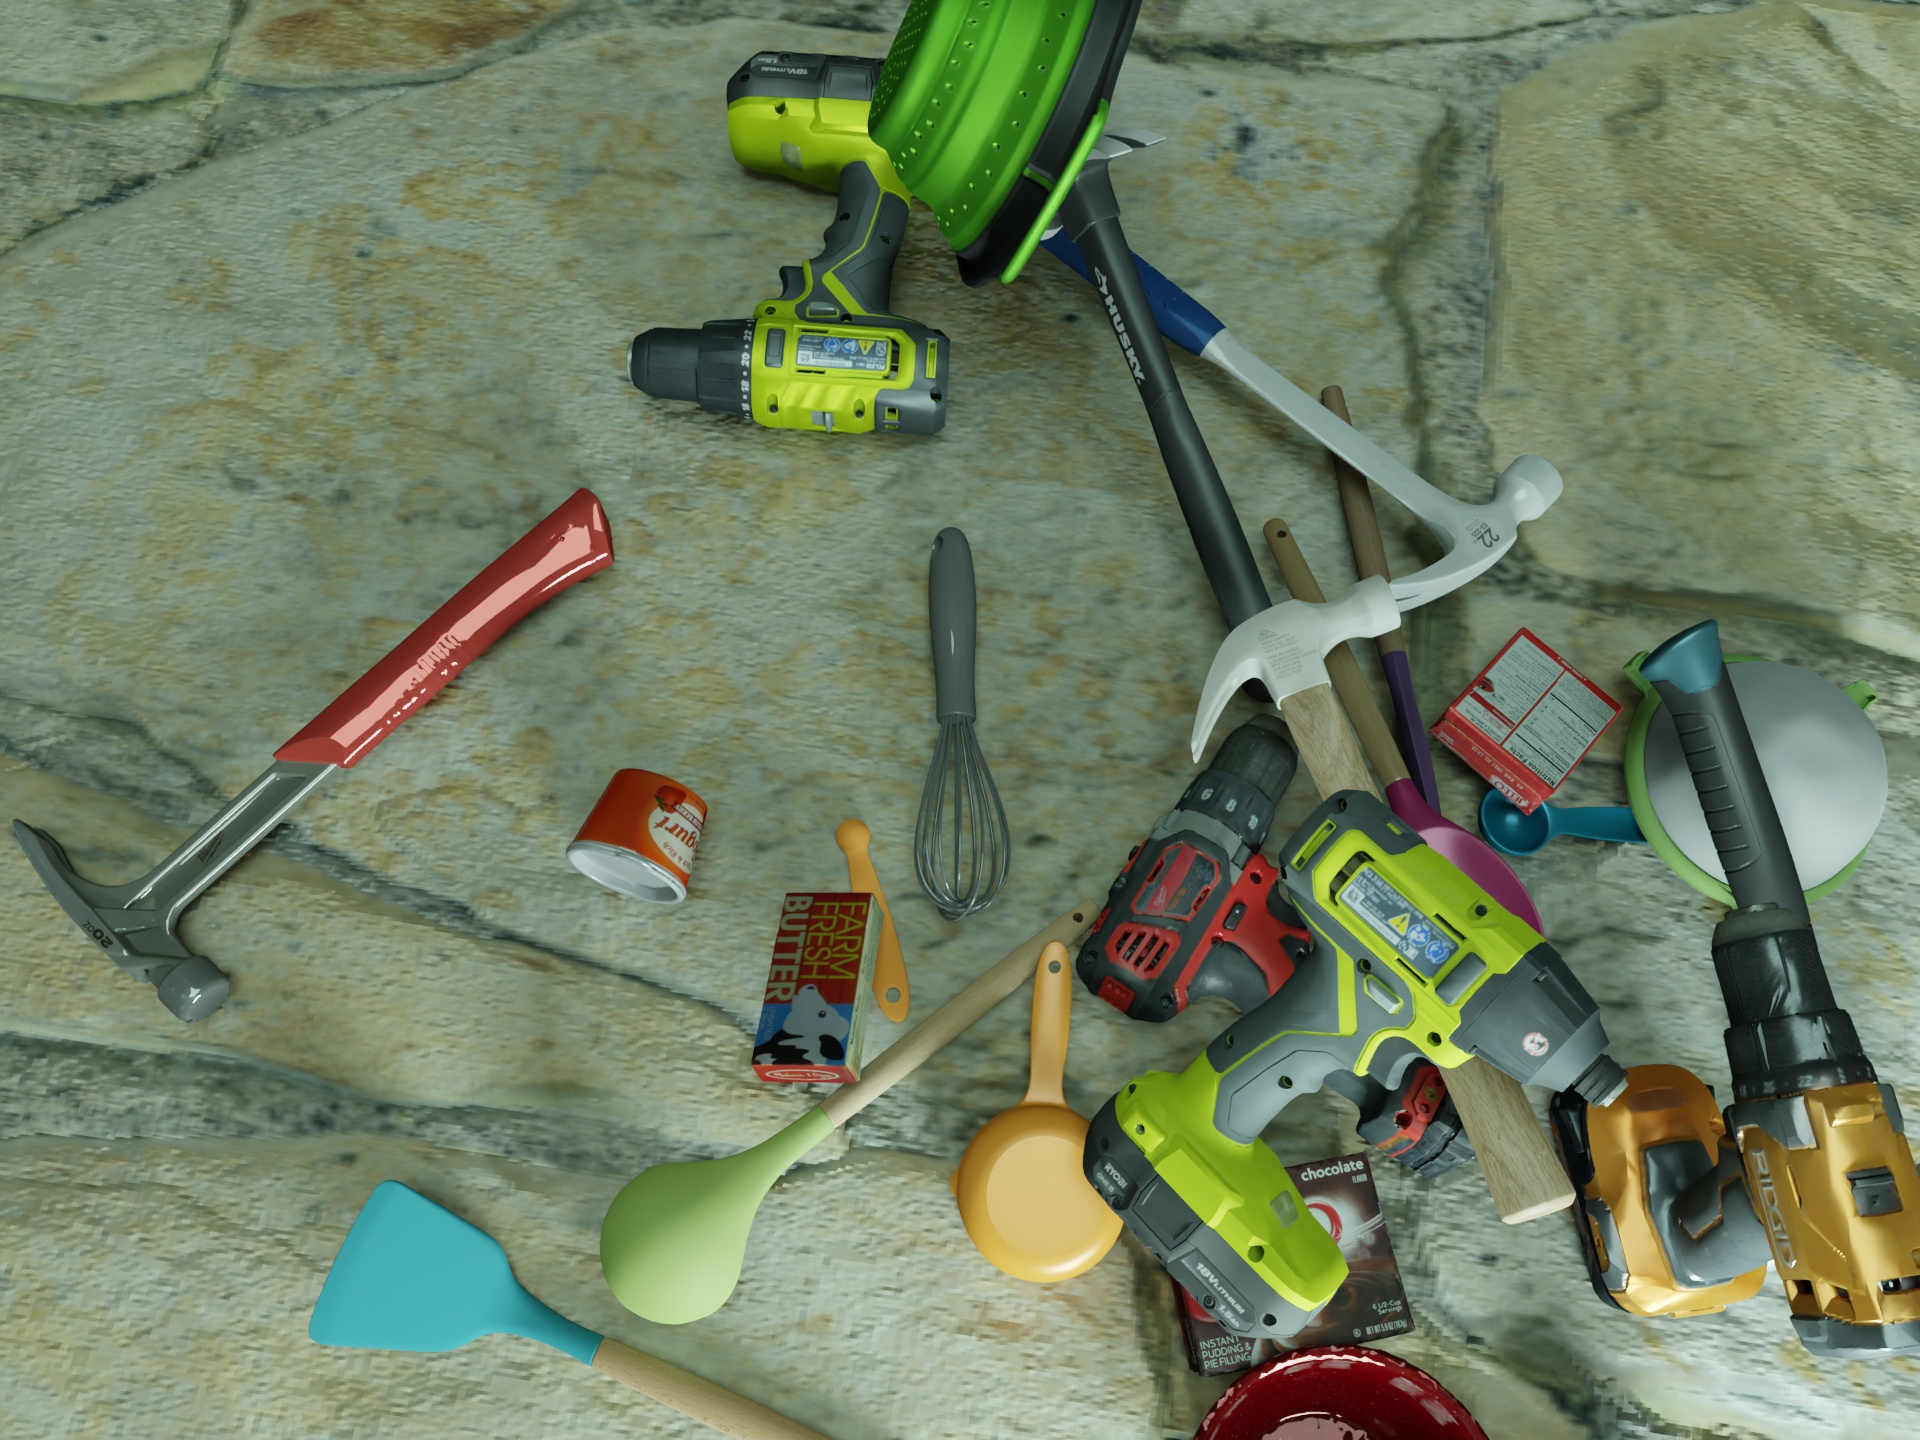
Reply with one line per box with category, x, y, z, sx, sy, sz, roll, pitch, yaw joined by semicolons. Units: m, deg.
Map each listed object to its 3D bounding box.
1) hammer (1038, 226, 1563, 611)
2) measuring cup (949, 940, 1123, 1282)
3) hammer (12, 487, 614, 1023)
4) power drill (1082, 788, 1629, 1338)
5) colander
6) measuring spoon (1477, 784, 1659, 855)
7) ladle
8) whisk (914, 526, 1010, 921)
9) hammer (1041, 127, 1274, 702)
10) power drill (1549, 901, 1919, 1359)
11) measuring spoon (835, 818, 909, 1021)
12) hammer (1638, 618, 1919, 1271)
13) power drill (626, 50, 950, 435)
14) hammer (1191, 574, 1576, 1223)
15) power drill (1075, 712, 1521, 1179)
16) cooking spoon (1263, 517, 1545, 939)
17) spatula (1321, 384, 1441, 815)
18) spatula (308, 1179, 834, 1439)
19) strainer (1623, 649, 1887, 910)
hammer;0.157;-0.219;0.958;0.406;0.035;0.144;42;67;16
measuring cup;0.045;0.200;0.819;0.095;0.052;0.174;4;80;1
hammer;-0.342;-0.009;0.895;0.149;0.036;0.359;42;76;11
power drill;0.175;0.167;0.730;0.171;0.080;0.223;44;111;23
colander;0.012;-0.405;0.925;0.094;0.204;0.398;21;40;-18
measuring spoon;0.352;0.061;0.905;0.128;0.021;0.042;4;67;-10
ladle;-0.050;0.196;0.841;0.320;0.062;0.078;-35;71;-19
whisk;-0.002;-0.003;0.898;0.055;0.055;0.239;-1;69;-2
hammer;0.122;-0.167;0.893;0.035;0.146;0.335;-23;94;-16
power drill;0.358;0.194;0.748;0.084;0.226;0.185;-7;72;-4
measuring spoon;-0.048;0.109;0.877;0.021;0.011;0.117;-14;73;-6
hammer;0.426;0.110;0.828;0.128;0.033;0.331;-18;86;9
power drill;-0.097;-0.285;0.971;0.190;0.080;0.229;4;75;-1
hammer;0.214;0.085;0.796;0.130;0.031;0.332;-20;64;4
power drill;0.197;0.115;0.851;0.227;0.080;0.188;30;69;12
cooking spoon;0.227;0.014;0.860;0.069;0.017;0.319;-19;59;2
spatula;0.247;-0.060;0.925;0.018;0.059;0.316;-14;67;17
spatula;-0.159;0.327;0.788;0.317;0.044;0.082;22;76;4
strainer;0.448;0.076;0.866;0.151;0.069;0.256;8;73;-5
